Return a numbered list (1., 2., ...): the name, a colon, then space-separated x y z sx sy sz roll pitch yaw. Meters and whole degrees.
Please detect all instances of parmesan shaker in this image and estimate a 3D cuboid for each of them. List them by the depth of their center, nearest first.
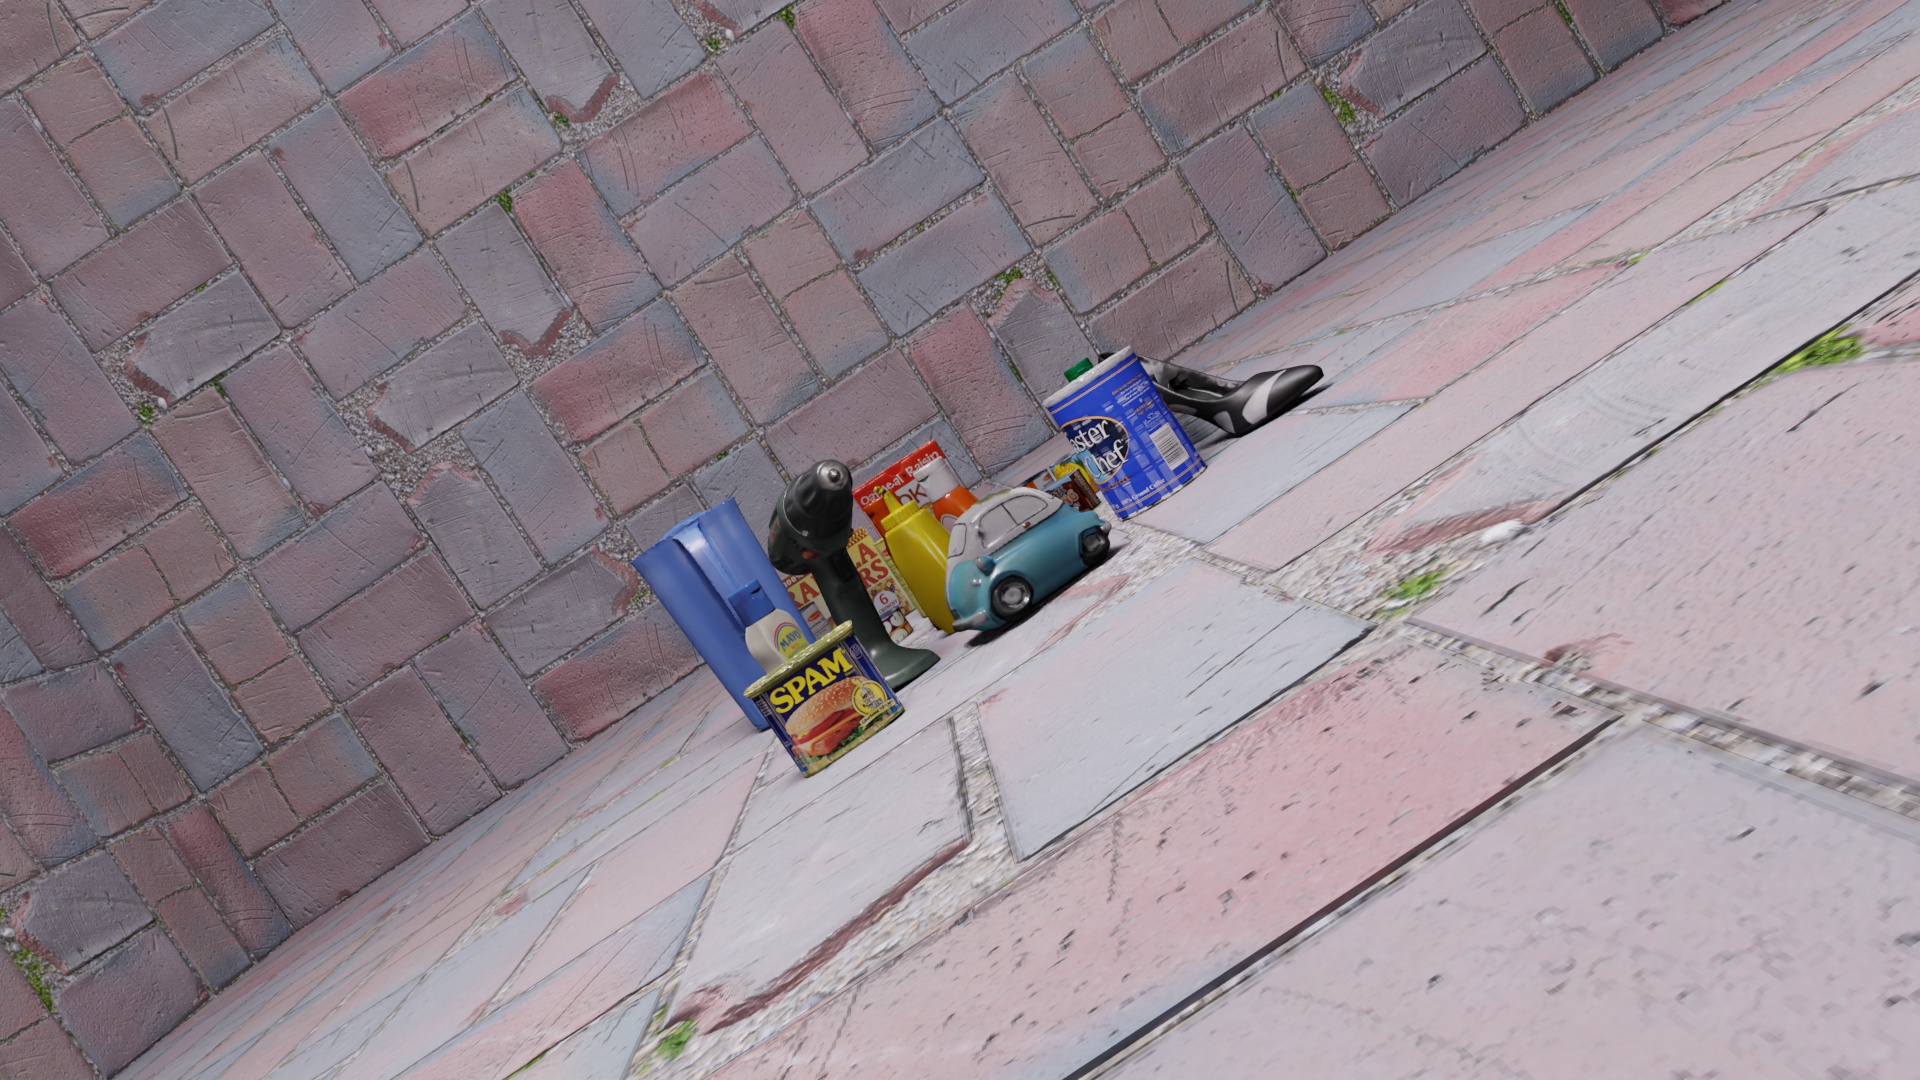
1. parmesan shaker: -0.047 0.030 1.607 0.071 0.103 0.071 -33 4 3

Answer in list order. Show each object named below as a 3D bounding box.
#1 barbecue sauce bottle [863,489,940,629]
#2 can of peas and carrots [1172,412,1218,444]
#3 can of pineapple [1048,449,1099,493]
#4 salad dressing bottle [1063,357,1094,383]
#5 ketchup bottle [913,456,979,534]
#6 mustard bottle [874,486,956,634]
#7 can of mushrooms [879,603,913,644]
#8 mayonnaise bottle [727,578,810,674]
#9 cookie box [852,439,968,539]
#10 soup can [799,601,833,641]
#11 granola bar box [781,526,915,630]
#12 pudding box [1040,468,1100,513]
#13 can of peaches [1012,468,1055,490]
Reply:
1. barbecue sauce bottle: -0.044 0.018 1.418 0.044 0.148 0.064 -35 5 -28
2. can of peas and carrots: 0.268 -0.148 1.599 0.071 0.058 0.071 -33 4 3
3. can of pineapple: 0.153 -0.085 1.745 0.071 0.058 0.071 -33 4 3
4. salad dressing bottle: 0.183 -0.157 1.724 0.064 0.147 0.044 -33 4 -1
5. ketchup bottle: 0.005 -0.018 1.471 0.064 0.148 0.044 -30 5 42
6. mustard bottle: -0.033 0.011 1.342 0.065 0.160 0.049 -31 5 34
7. can of mushrooms: -0.086 0.103 1.553 0.071 0.033 0.071 -33 4 3
8. mayonnaise bottle: -0.183 0.110 1.421 0.041 0.148 0.065 -30 5 40
9. cookie box: -0.038 -0.023 1.710 0.123 0.167 0.040 -33 4 -2
10. soup can: -0.181 0.125 1.652 0.071 0.083 0.071 -33 4 3
11. granola bar box: -0.158 0.079 1.728 0.166 0.124 0.039 -34 4 -15
12. pudding box: 0.114 -0.043 1.608 0.083 0.049 0.030 -30 5 37
13. can of peaches: 0.095 -0.048 1.750 0.071 0.058 0.071 -33 4 3
